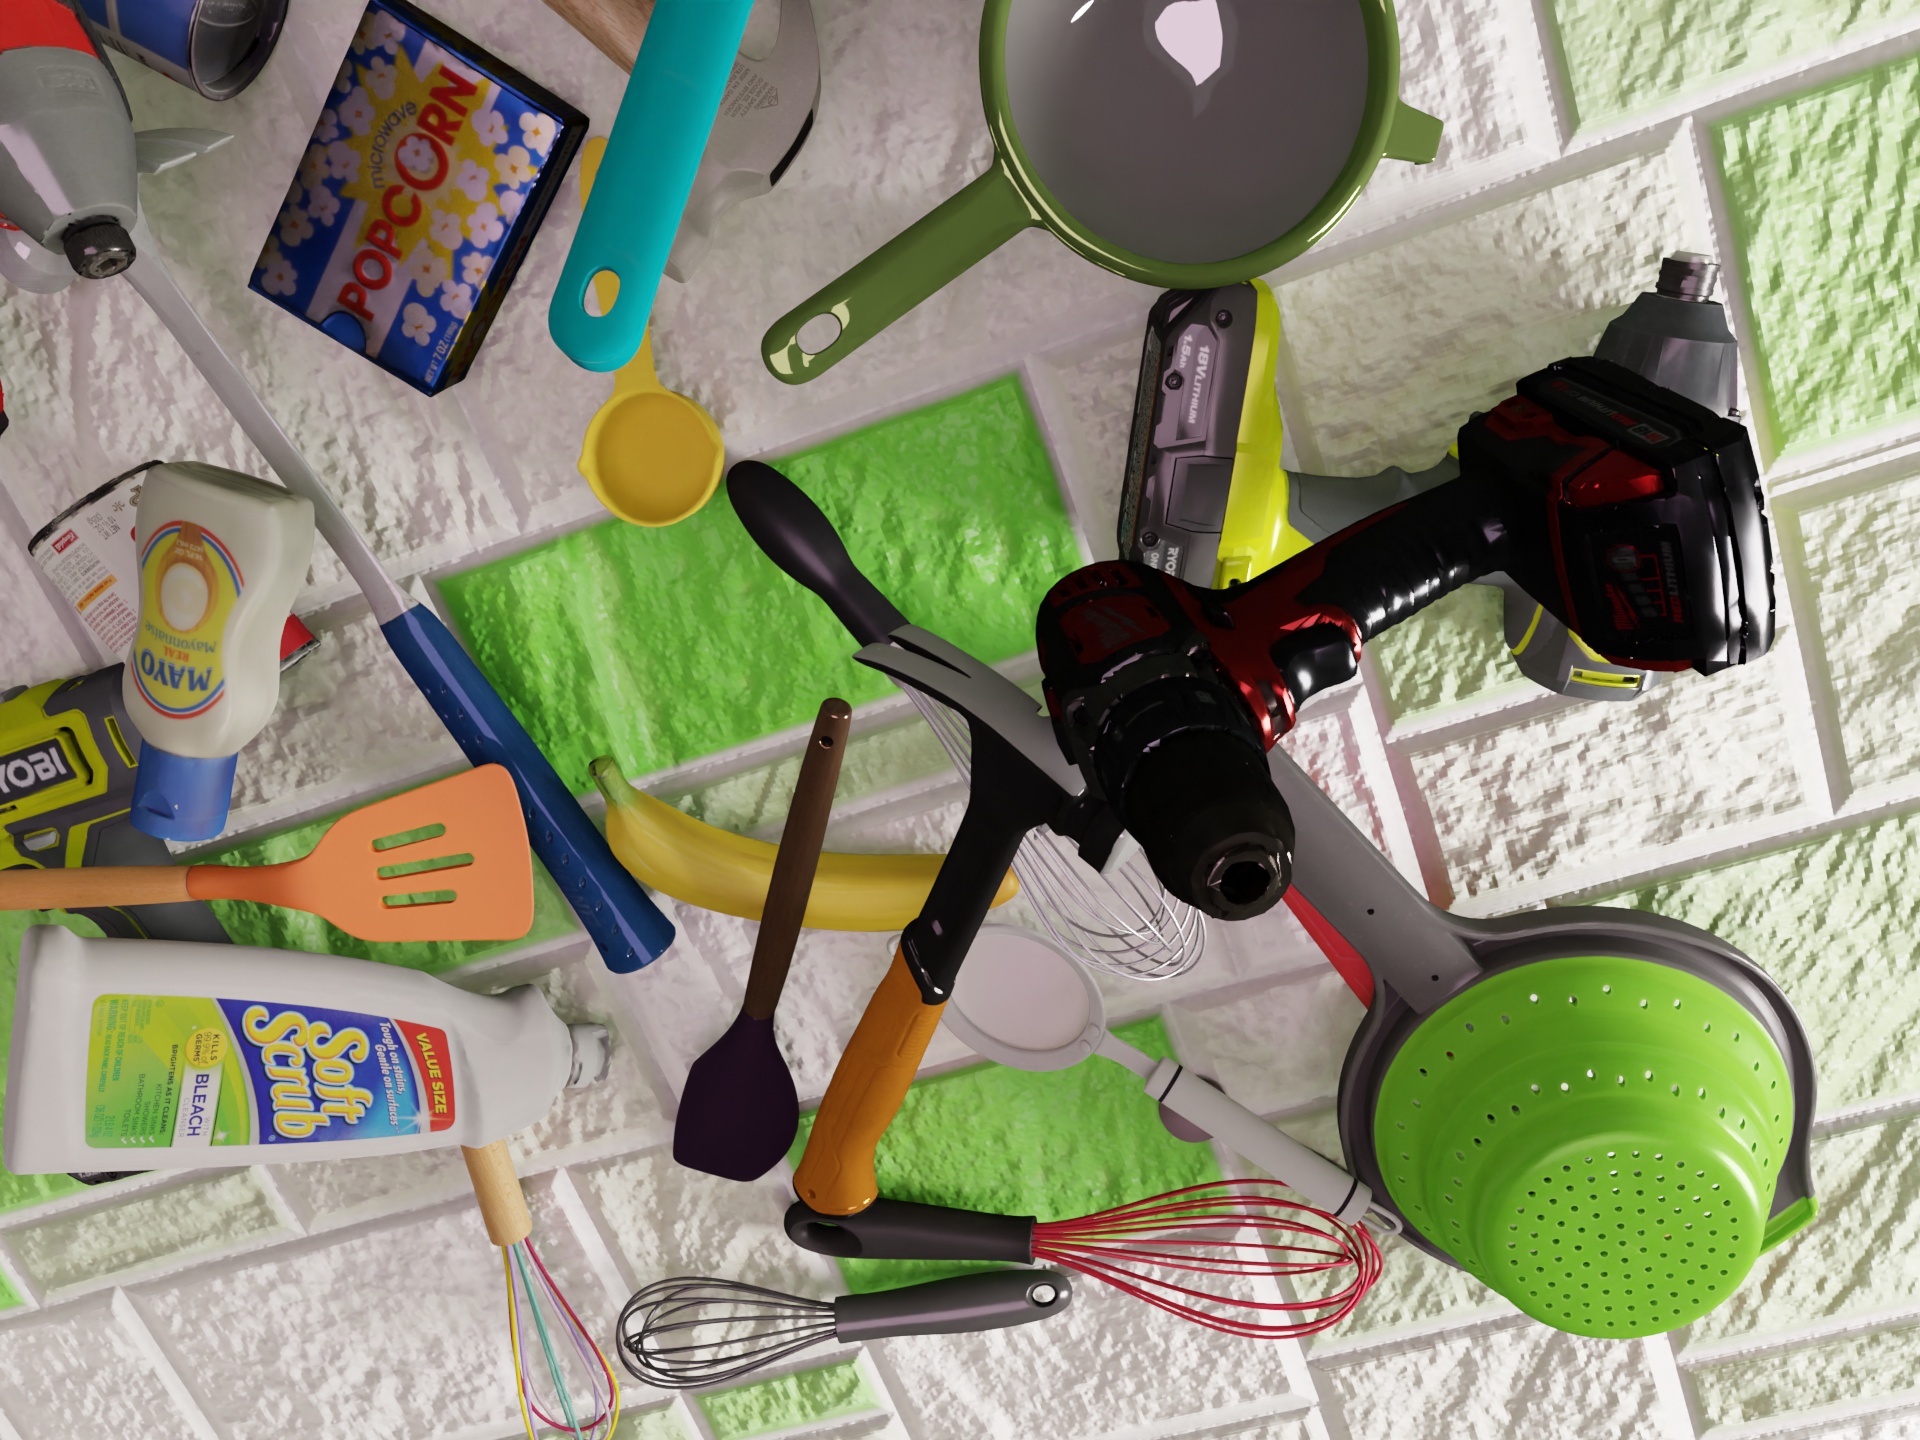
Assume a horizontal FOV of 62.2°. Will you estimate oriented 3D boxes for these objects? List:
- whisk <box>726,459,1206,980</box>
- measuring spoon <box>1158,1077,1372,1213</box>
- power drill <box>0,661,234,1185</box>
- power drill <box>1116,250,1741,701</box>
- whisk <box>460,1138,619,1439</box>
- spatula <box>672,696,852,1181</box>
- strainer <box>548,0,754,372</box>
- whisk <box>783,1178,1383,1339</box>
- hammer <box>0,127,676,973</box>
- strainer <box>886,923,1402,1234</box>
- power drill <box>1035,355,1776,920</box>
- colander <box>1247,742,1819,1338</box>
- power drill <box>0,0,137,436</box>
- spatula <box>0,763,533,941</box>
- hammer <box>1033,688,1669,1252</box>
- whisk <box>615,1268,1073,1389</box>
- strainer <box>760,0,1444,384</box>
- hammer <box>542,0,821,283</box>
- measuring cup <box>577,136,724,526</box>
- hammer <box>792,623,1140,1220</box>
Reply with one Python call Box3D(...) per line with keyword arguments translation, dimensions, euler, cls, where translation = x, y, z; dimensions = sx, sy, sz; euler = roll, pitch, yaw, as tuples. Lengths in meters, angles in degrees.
Box3D(translation=(-0.002, -0.002, 0.665), dimensions=(0.070, 0.070, 0.284), euler=(-44, 86, 18), cls="whisk")
Box3D(translation=(0.152, 0.213, 0.774), dimensions=(0.124, 0.018, 0.034), euler=(29, 110, -7), cls="measuring spoon")
Box3D(translation=(-0.415, 0.097, 0.749), dimensions=(0.190, 0.080, 0.228), euler=(-17, 106, 10), cls="power drill")
Box3D(translation=(0.181, -0.104, 0.623), dimensions=(0.223, 0.080, 0.171), euler=(6, 112, -1), cls="power drill")
Box3D(translation=(-0.225, 0.283, 0.827), dimensions=(0.047, 0.051, 0.245), euler=(-15, 106, -12), cls="whisk")
Box3D(translation=(-0.085, 0.114, 0.720), dimensions=(0.060, 0.018, 0.315), euler=(15, 127, -2), cls="spatula")
Box3D(translation=(-0.061, -0.268, 0.529), dimensions=(0.211, 0.095, 0.340), euler=(18, 87, 2), cls="strainer")
Box3D(translation=(0.055, 0.258, 0.782), dimensions=(0.296, 0.073, 0.073), euler=(1, 111, 11), cls="whisk")
Box3D(translation=(-0.243, -0.055, 0.677), dimensions=(0.144, 0.035, 0.405), euler=(-13, 116, 41), cls="hammer")
Box3D(translation=(0.085, 0.158, 0.721), dimensions=(0.258, 0.050, 0.086), euler=(32, 128, 10), cls="strainer")
Box3D(translation=(0.140, -0.026, 0.516), dimensions=(0.226, 0.188, 0.080), euler=(-22, 117, 3), cls="power drill")
Box3D(translation=(0.210, 0.132, 0.655), dimensions=(0.204, 0.094, 0.397), euler=(-41, 102, 21), cls="colander")
Box3D(translation=(-0.379, -0.186, 0.587), dimensions=(0.219, 0.078, 0.143), euler=(-29, 89, 35), cls="power drill")
Box3D(translation=(-0.349, 0.068, 0.689), dimensions=(0.322, 0.041, 0.081), euler=(-3, 106, 6), cls="spatula")
Box3D(translation=(0.198, 0.142, 0.733), dimensions=(0.143, 0.038, 0.386), euler=(-35, 104, 17), cls="hammer")
Box3D(translation=(-0.061, 0.304, 0.816), dimensions=(0.239, 0.055, 0.055), euler=(-7, 110, 2), cls="whisk")
Box3D(translation=(0.034, -0.201, 0.580), dimensions=(0.256, 0.069, 0.151), euler=(-36, 102, 1), cls="strainer")
Box3D(translation=(-0.191, -0.314, 0.581), dimensions=(0.331, 0.031, 0.130), euler=(38, 87, -4), cls="hammer")
Box3D(translation=(-0.133, -0.159, 0.659), dimensions=(0.062, 0.029, 0.156), euler=(-7, 98, 7), cls="measuring cup")
Box3D(translation=(-0.027, 0.114, 0.689), dimensions=(0.127, 0.034, 0.336), euler=(38, 133, 18), cls="hammer")
